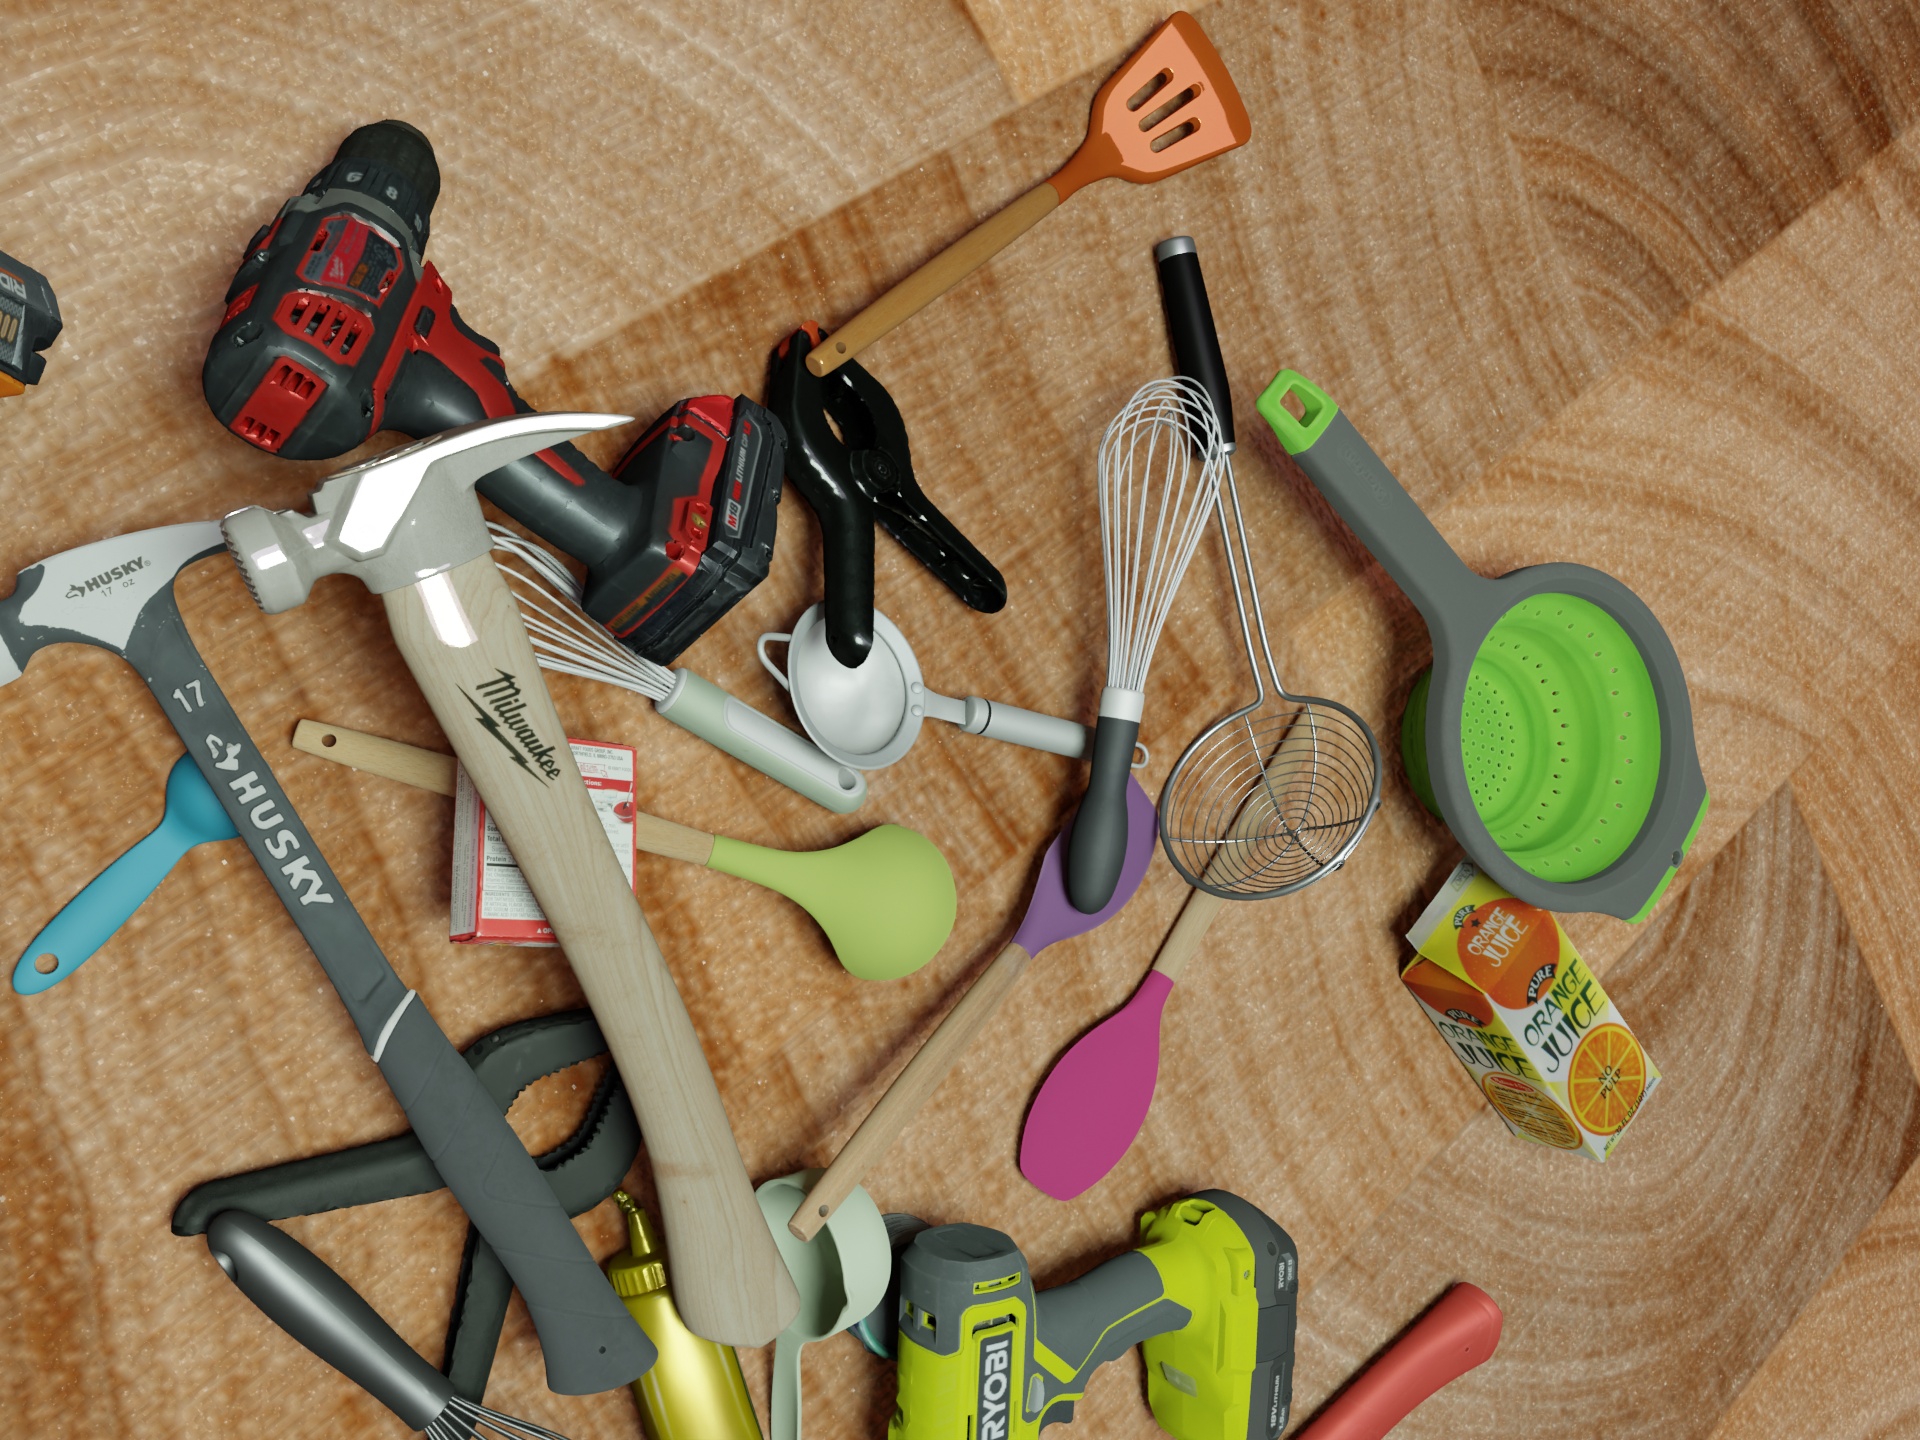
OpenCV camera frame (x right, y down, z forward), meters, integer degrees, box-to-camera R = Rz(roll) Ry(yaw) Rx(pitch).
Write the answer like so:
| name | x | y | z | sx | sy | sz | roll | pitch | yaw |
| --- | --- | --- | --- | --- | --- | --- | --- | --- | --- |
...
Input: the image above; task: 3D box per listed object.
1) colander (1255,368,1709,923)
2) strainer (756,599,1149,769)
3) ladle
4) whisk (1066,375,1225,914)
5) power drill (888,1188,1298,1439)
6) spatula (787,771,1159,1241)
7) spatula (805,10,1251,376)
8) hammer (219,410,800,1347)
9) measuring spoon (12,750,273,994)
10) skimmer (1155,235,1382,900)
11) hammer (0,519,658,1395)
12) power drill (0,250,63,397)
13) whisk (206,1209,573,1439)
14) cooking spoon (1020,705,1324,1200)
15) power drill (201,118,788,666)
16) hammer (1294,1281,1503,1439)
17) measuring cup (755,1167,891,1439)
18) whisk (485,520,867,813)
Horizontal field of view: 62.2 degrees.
| name | x | y | z | sx | sy | sz | roll | pitch | yaw |
| --- | --- | --- | --- | --- | --- | --- | --- | --- | --- |
| colander | 0.282 | -0.044 | 0.936 | 0.396 | 0.094 | 0.204 | 45 | 69 | -18 |
| strainer | -0.001 | -0.003 | 0.814 | 0.258 | 0.050 | 0.087 | 14 | 67 | -33 |
| ladle | -0.145 | 0.053 | 0.742 | 0.320 | 0.062 | 0.078 | 18 | 79 | -20 |
| whisk | 0.090 | -0.040 | 0.827 | 0.070 | 0.070 | 0.284 | 10 | 88 | -28 |
| power drill | 0.065 | 0.332 | 0.806 | 0.223 | 0.080 | 0.171 | 0 | 94 | -36 |
| spatula | 0.017 | 0.136 | 0.799 | 0.316 | 0.018 | 0.059 | -46 | 109 | -36 |
| spatula | 0.036 | -0.265 | 0.823 | 0.323 | 0.041 | 0.081 | -44 | 109 | -30 |
| hammer | -0.135 | 0.082 | 0.640 | 0.146 | 0.038 | 0.410 | -27 | 114 | -22 |
| measuring spoon | -0.332 | 0.061 | 0.645 | 0.042 | 0.021 | 0.129 | 47 | 68 | -20 |
| skimmer | 0.141 | -0.088 | 0.860 | 0.090 | 0.127 | 0.363 | -9 | 88 | -59 |
| hammer | -0.240 | 0.105 | 0.654 | 0.149 | 0.036 | 0.409 | -34 | 100 | -28 |
| power drill | -0.392 | -0.062 | 0.548 | 0.164 | 0.084 | 0.226 | 9 | 84 | 10 |
| whisk | -0.218 | 0.284 | 0.658 | 0.239 | 0.055 | 0.055 | 48 | 69 | -14 |
| cooking spoon | 0.126 | 0.122 | 0.893 | 0.068 | 0.017 | 0.319 | 40 | 72 | -23 |
| power drill | -0.186 | -0.145 | 0.673 | 0.226 | 0.080 | 0.188 | 31 | 40 | -30 |
| hammer | 0.178 | 0.436 | 0.908 | 0.359 | 0.037 | 0.149 | -32 | 104 | -24 |
| measuring cup | -0.069 | 0.294 | 0.769 | 0.038 | 0.083 | 0.167 | -10 | 111 | -43 |
| whisk | -0.140 | -0.018 | 0.738 | 0.246 | 0.059 | 0.058 | 32 | 47 | -28 |
